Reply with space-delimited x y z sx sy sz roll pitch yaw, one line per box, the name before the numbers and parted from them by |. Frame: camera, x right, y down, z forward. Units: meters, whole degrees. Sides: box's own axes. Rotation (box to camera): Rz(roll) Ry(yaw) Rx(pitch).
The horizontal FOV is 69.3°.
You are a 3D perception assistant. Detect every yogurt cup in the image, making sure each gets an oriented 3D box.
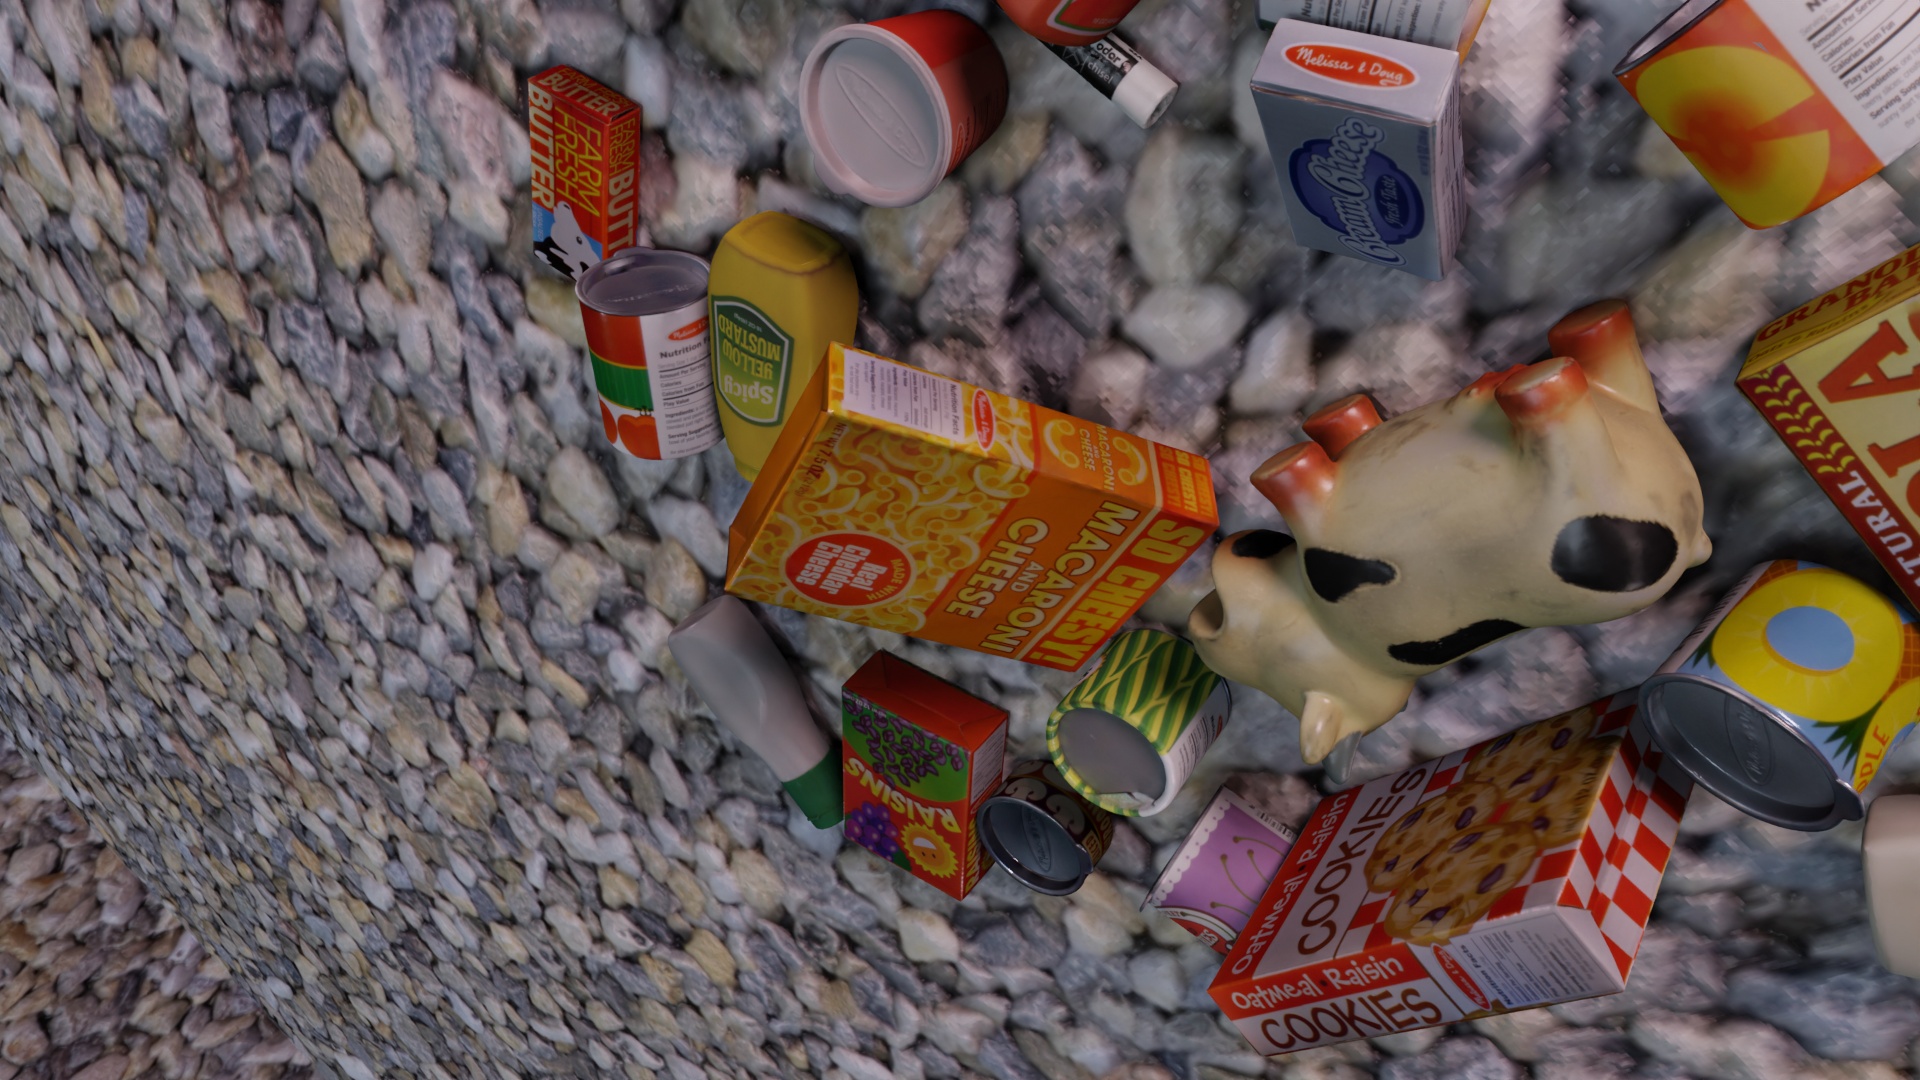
yogurt cup | -0.019 -0.167 0.526 0.072 0.054 0.072 22 132 26

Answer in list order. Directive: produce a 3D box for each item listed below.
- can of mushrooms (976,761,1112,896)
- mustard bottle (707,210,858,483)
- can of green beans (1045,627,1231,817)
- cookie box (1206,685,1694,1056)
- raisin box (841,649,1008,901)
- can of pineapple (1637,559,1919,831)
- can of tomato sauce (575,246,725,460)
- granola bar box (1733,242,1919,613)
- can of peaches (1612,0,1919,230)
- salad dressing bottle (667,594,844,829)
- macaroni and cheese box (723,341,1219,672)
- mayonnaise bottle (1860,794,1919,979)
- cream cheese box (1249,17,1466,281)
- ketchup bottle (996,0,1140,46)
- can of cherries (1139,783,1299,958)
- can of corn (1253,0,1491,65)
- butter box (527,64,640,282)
can of mushrooms | 0.047 0.152 0.731 0.071 0.034 0.070 22 132 27
mustard bottle | -0.086 -0.073 0.657 0.065 0.049 0.159 29 135 22
can of green beans | 0.080 0.083 0.631 0.071 0.058 0.071 22 132 26
cookie box | 0.185 0.130 0.531 0.040 0.123 0.166 50 138 -2
raisin box | -0.022 0.131 0.768 0.086 0.040 0.122 23 132 24
can of pineapple | 0.262 0.049 0.437 0.071 0.058 0.070 44 166 14
can of tomato sauce | -0.149 -0.092 0.683 0.071 0.071 0.082 22 133 26
granola bar box | 0.318 -0.016 0.373 0.165 0.039 0.123 50 139 -3
can of peaches | 0.215 -0.122 0.359 0.058 0.071 0.071 48 138 -1
salad dressing bottle | -0.112 0.103 0.819 0.064 0.044 0.147 -22 107 45
macaroni and cheese box | 0.002 -0.007 0.572 0.166 0.040 0.123 15 140 -21
mayonnaise bottle | 0.369 0.115 0.429 0.148 0.041 0.064 -3 117 42
cream cheese box | 0.124 -0.115 0.424 0.053 0.024 0.103 22 174 24
ketchup bottle | 0.072 -0.213 0.413 0.148 0.065 0.043 -37 84 40
can of cherries | 0.126 0.159 0.642 0.058 0.072 0.071 34 137 13
can of corn | 0.124 -0.172 0.394 0.058 0.071 0.070 23 133 17
butter box | -0.184 -0.174 0.680 0.053 0.024 0.103 32 136 17
